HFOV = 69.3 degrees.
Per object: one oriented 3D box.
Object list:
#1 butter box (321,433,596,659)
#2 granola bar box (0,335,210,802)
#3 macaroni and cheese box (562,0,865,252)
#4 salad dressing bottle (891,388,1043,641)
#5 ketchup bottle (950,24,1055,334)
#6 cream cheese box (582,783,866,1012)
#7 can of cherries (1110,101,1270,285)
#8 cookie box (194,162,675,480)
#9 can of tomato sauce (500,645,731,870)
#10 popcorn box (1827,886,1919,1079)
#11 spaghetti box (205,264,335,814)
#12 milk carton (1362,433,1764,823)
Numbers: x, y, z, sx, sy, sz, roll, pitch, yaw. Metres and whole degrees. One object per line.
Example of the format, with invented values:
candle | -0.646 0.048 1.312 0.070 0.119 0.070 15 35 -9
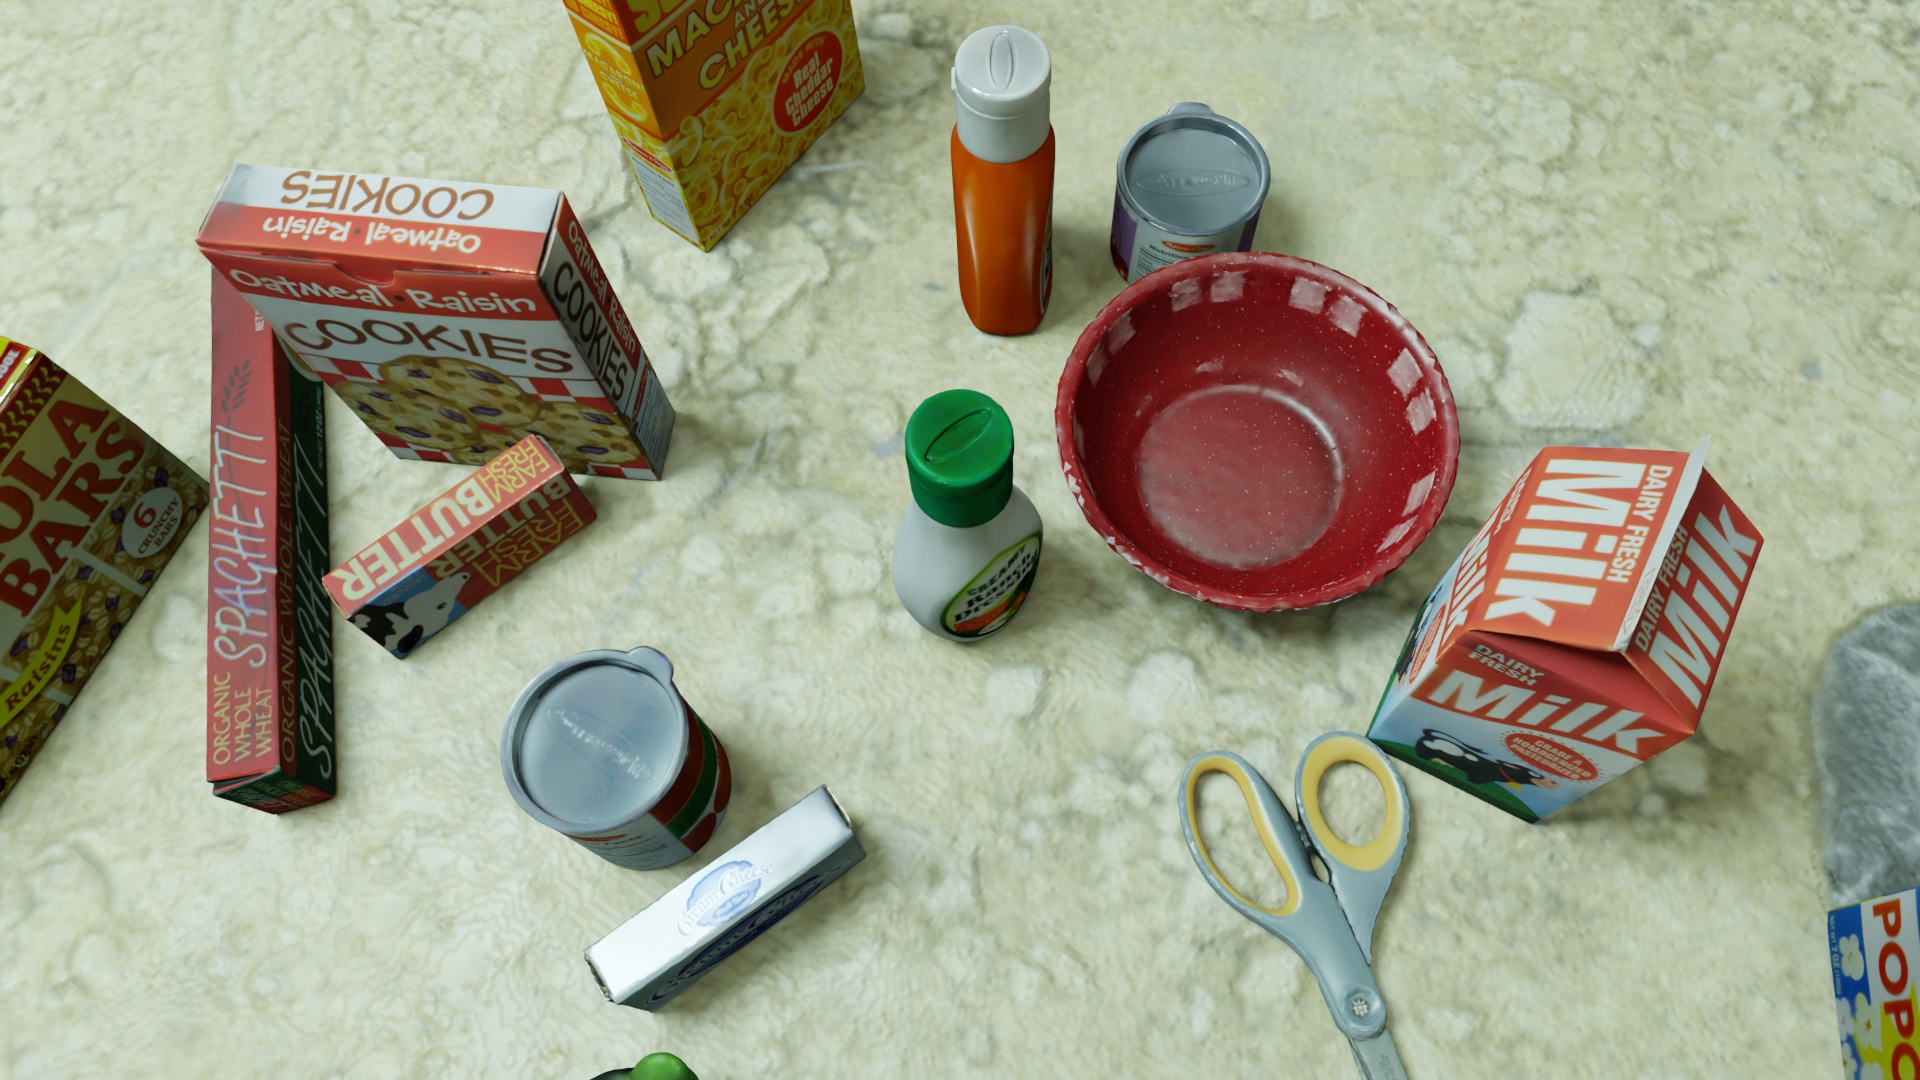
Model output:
butter box | -0.206 0.002 0.578 0.104 0.053 0.024 -38 71 -13
granola bar box | -0.383 0.017 0.541 0.039 0.123 0.166 21 70 11
macaroni and cheese box | -0.101 -0.223 0.608 0.040 0.166 0.124 34 73 15
salad dressing bottle | 0.002 -0.007 0.522 0.064 0.147 0.044 -38 71 -12
ketchup bottle | 0.018 -0.149 0.581 0.043 0.148 0.065 -1 67 2
cream cheese box | -0.084 0.134 0.517 0.104 0.053 0.024 -34 70 -11
can of cherries | 0.102 -0.151 0.627 0.071 0.058 0.072 -1 67 2
cookie box | -0.195 -0.079 0.550 0.123 0.166 0.040 5 68 5
can of tomato sauce | -0.126 0.083 0.524 0.071 0.082 0.071 -1 67 2
popcorn box | 0.334 0.182 0.461 0.038 0.085 0.127 5 68 5
spaghetti box | -0.293 -0.011 0.589 0.029 0.050 0.251 -12 67 -2
milk carton | 0.203 0.033 0.473 0.073 0.189 0.072 26 71 13
